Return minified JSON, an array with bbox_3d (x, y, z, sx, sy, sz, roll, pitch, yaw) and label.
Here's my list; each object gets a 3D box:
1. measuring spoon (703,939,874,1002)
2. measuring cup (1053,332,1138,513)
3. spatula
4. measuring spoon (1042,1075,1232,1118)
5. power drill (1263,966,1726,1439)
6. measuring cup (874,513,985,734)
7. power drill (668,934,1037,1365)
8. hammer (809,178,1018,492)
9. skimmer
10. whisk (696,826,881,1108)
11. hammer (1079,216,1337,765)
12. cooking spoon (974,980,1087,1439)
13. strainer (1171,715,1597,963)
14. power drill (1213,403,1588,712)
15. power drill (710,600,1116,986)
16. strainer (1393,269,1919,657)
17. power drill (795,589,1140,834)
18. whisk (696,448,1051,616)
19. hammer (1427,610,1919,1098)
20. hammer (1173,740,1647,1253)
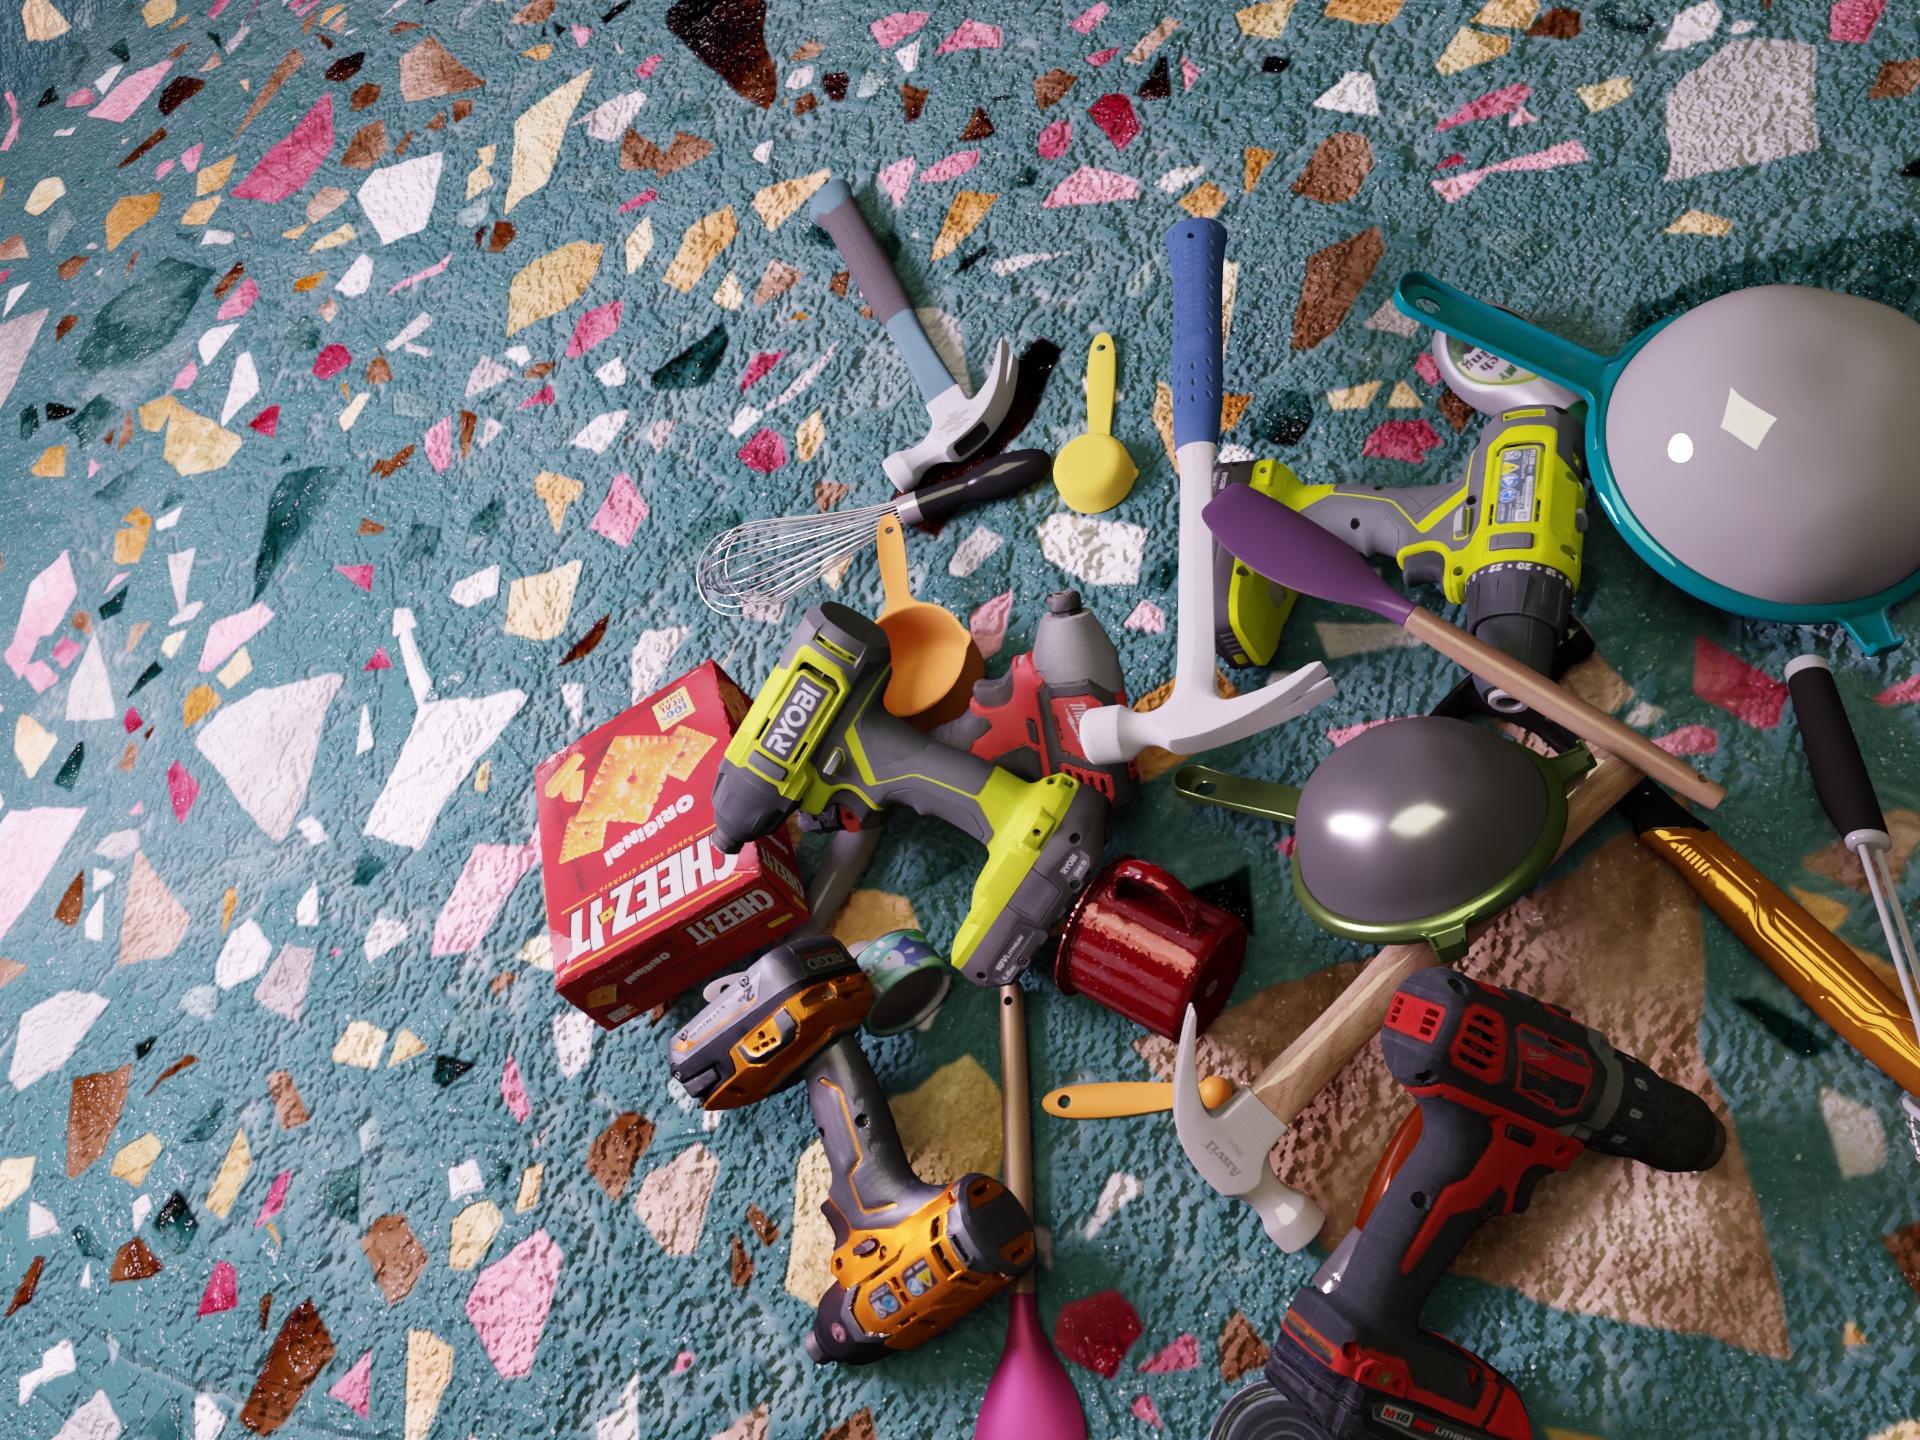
[{"bbox_3d":[-0.103,0.165,1.022,0.124,0.018,0.034,-8,76,-16],"label":"measuring spoon"},{"bbox_3d":[0.097,-0.224,1.156,0.062,0.029,0.157,-6,64,23],"label":"measuring cup"},{"bbox_3d":[0.267,-0.042,0.868,0.316,0.018,0.060,35,54,20],"label":"spatula"},{"bbox_3d":[0.102,0.222,0.938,0.117,0.011,0.021,-9,62,21],"label":"measuring spoon"},{"bbox_3d":[0.265,0.251,0.776,0.227,0.187,0.080,-67,15,-6],"label":"power drill"},{"bbox_3d":[-0.033,-0.067,1.127,0.095,0.052,0.174,-20,57,16],"label":"measuring cup"},{"bbox_3d":[-0.076,0.260,0.934,0.164,0.084,0.227,-43,71,24],"label":"power drill"},{"bbox_3d":[-0.054,-0.329,1.281,0.128,0.033,0.331,-32,56,9],"label":"hammer"},{"bbox_3d":[0.471,0.094,0.751,0.090,0.127,0.364,-51,26,46],"label":"skimmer"},{"bbox_3d":[-0.110,0.151,1.056,0.055,0.055,0.239,18,70,31],"label":"whisk"},{"bbox_3d":[0.154,-0.161,0.996,0.144,0.035,0.406,-10,57,24],"label":"hammer"},{"bbox_3d":[0.034,0.306,0.924,0.069,0.017,0.319,-12,61,21],"label":"cooking spoon"},{"bbox_3d":[0.202,0.035,0.878,0.151,0.069,0.256,-47,32,-22],"label":"strainer"},{"bbox_3d":[0.258,-0.091,0.966,0.228,0.080,0.191,-1,61,31],"label":"power drill"},{"bbox_3d":[-0.035,0.056,0.965,0.223,0.080,0.171,32,109,1],"label":"power drill"},{"bbox_3d":[0.408,-0.194,0.883,0.340,0.095,0.211,28,71,10],"label":"strainer"},{"bbox_3d":[-0.002,-0.003,1.016,0.219,0.078,0.143,-6,107,13],"label":"power drill"},{"bbox_3d":[-0.067,-0.148,1.183,0.284,0.070,0.070,-19,58,10],"label":"whisk"},{"bbox_3d":[0.395,0.081,0.857,0.127,0.034,0.337,-40,55,1],"label":"hammer"},{"bbox_3d":[0.245,0.126,0.860,0.130,0.031,0.331,44,91,2],"label":"hammer"}]
